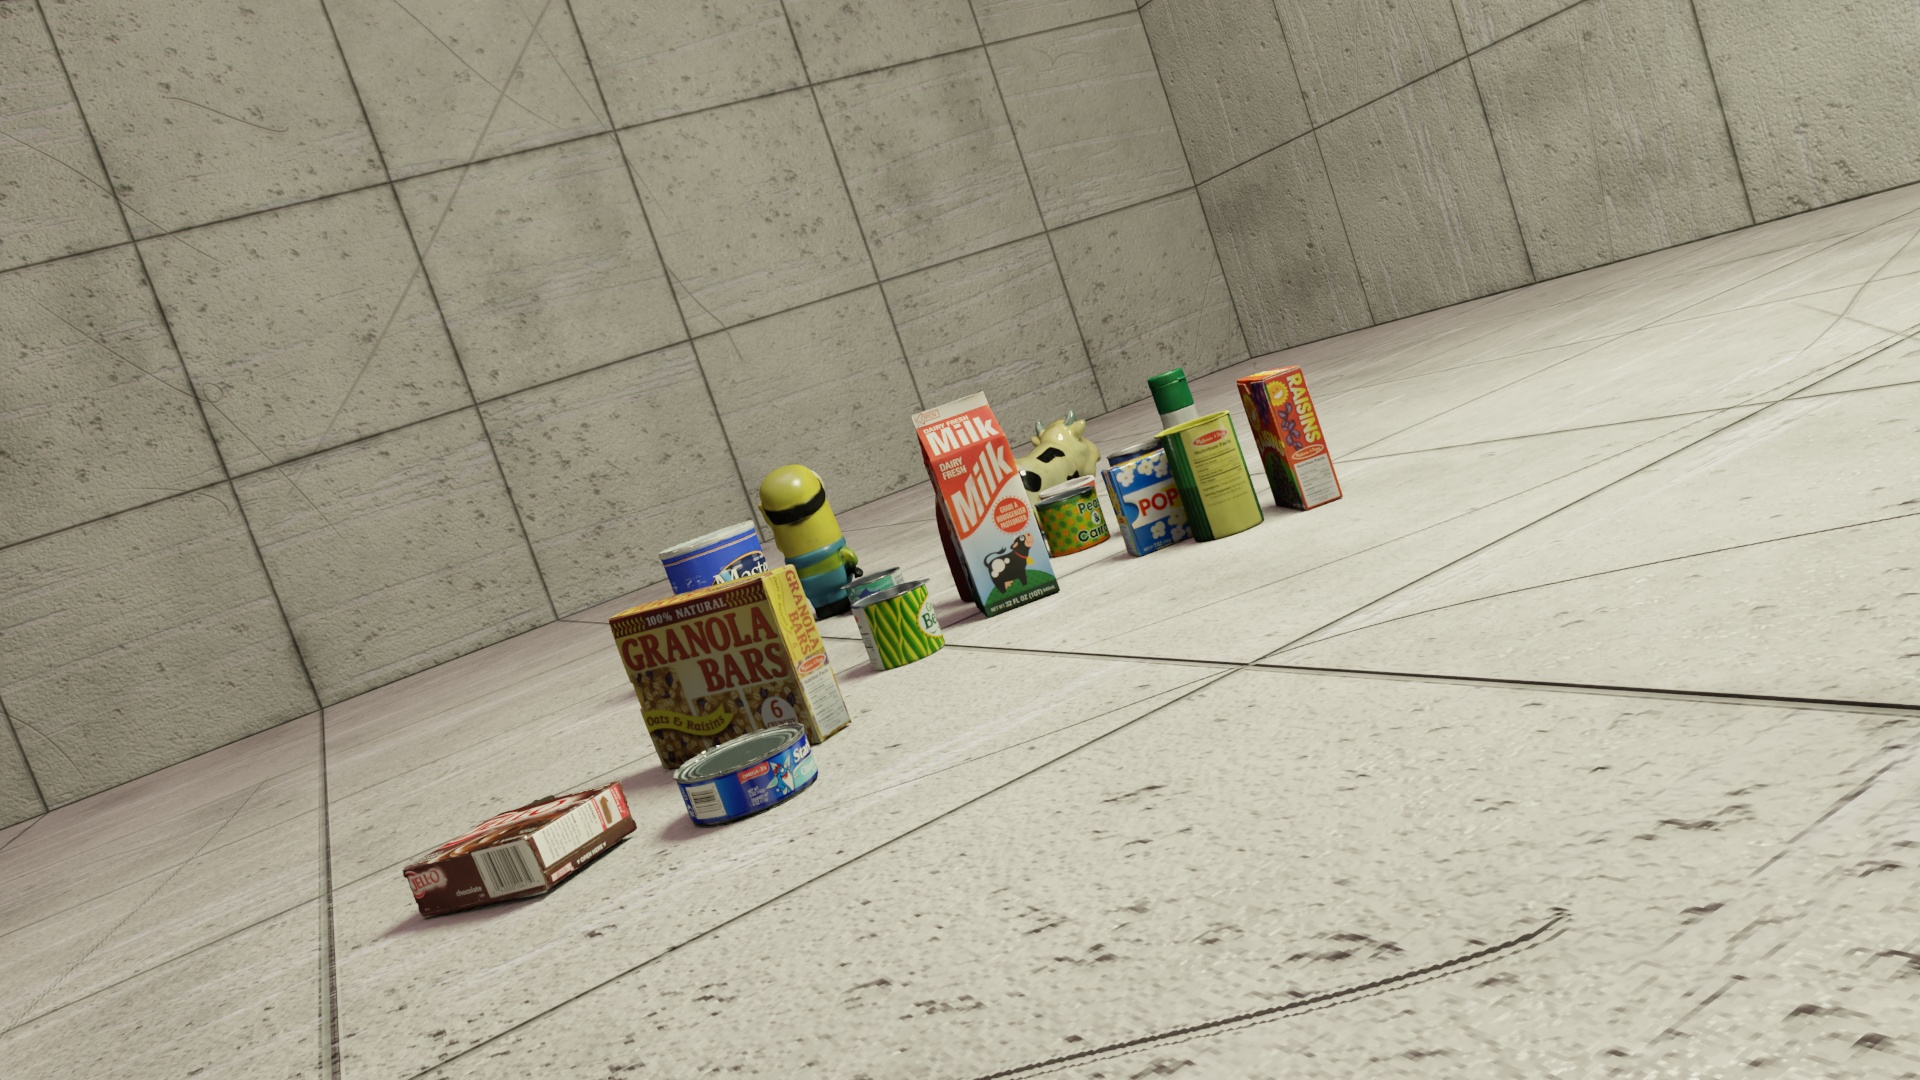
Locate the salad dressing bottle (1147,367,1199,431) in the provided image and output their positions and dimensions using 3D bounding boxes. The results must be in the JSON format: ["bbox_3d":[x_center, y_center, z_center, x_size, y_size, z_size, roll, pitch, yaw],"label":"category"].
[{"bbox_3d":[0.225,-0.096,1.371,0.064,0.147,0.044,-24,8,-42],"label":"salad dressing bottle"}]

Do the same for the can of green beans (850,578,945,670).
[{"bbox_3d":[-0.052,0.071,1.170,0.071,0.057,0.071,-19,6,2],"label":"can of green beans"}]

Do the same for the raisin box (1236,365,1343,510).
[{"bbox_3d":[0.293,-0.092,1.246,0.040,0.123,0.086,-19,6,-2],"label":"raisin box"}]

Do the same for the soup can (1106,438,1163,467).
[{"bbox_3d":[0.194,-0.057,1.420,0.071,0.083,0.071,-19,6,2],"label":"soup can"}]

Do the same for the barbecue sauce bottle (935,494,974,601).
[{"bbox_3d":[0.005,-0.017,1.346,0.064,0.148,0.044,-13,8,46],"label":"barbecue sauce bottle"}]

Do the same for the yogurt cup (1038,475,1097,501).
[{"bbox_3d":[0.130,-0.039,1.602,0.072,0.054,0.072,-19,6,2],"label":"yogurt cup"}]

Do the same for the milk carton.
[{"bbox_3d":[0.020,-0.034,1.253,0.072,0.190,0.073,-20,6,-6],"label":"milk carton"}]

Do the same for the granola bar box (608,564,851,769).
[{"bbox_3d":[-0.172,0.095,1.014,0.165,0.124,0.039,-15,7,35],"label":"granola bar box"}]

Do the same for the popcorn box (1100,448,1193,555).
[{"bbox_3d":[0.204,-0.046,1.293,0.127,0.085,0.038,-20,6,-11],"label":"popcorn box"}]

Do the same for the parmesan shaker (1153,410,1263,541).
[{"bbox_3d":[0.222,-0.056,1.242,0.071,0.103,0.071,-19,6,2],"label":"parmesan shaker"}]

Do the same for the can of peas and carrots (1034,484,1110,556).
[{"bbox_3d":[0.119,-0.021,1.453,0.071,0.058,0.071,-19,6,2],"label":"can of peas and carrots"}]

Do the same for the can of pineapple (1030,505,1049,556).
[{"bbox_3d":[0.054,0.001,1.464,0.071,0.058,0.071,-19,6,2],"label":"can of pineapple"}]

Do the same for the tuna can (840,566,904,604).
[{"bbox_3d":[-0.096,0.056,1.550,0.071,0.033,0.071,-19,6,2],"label":"tuna can"}]
